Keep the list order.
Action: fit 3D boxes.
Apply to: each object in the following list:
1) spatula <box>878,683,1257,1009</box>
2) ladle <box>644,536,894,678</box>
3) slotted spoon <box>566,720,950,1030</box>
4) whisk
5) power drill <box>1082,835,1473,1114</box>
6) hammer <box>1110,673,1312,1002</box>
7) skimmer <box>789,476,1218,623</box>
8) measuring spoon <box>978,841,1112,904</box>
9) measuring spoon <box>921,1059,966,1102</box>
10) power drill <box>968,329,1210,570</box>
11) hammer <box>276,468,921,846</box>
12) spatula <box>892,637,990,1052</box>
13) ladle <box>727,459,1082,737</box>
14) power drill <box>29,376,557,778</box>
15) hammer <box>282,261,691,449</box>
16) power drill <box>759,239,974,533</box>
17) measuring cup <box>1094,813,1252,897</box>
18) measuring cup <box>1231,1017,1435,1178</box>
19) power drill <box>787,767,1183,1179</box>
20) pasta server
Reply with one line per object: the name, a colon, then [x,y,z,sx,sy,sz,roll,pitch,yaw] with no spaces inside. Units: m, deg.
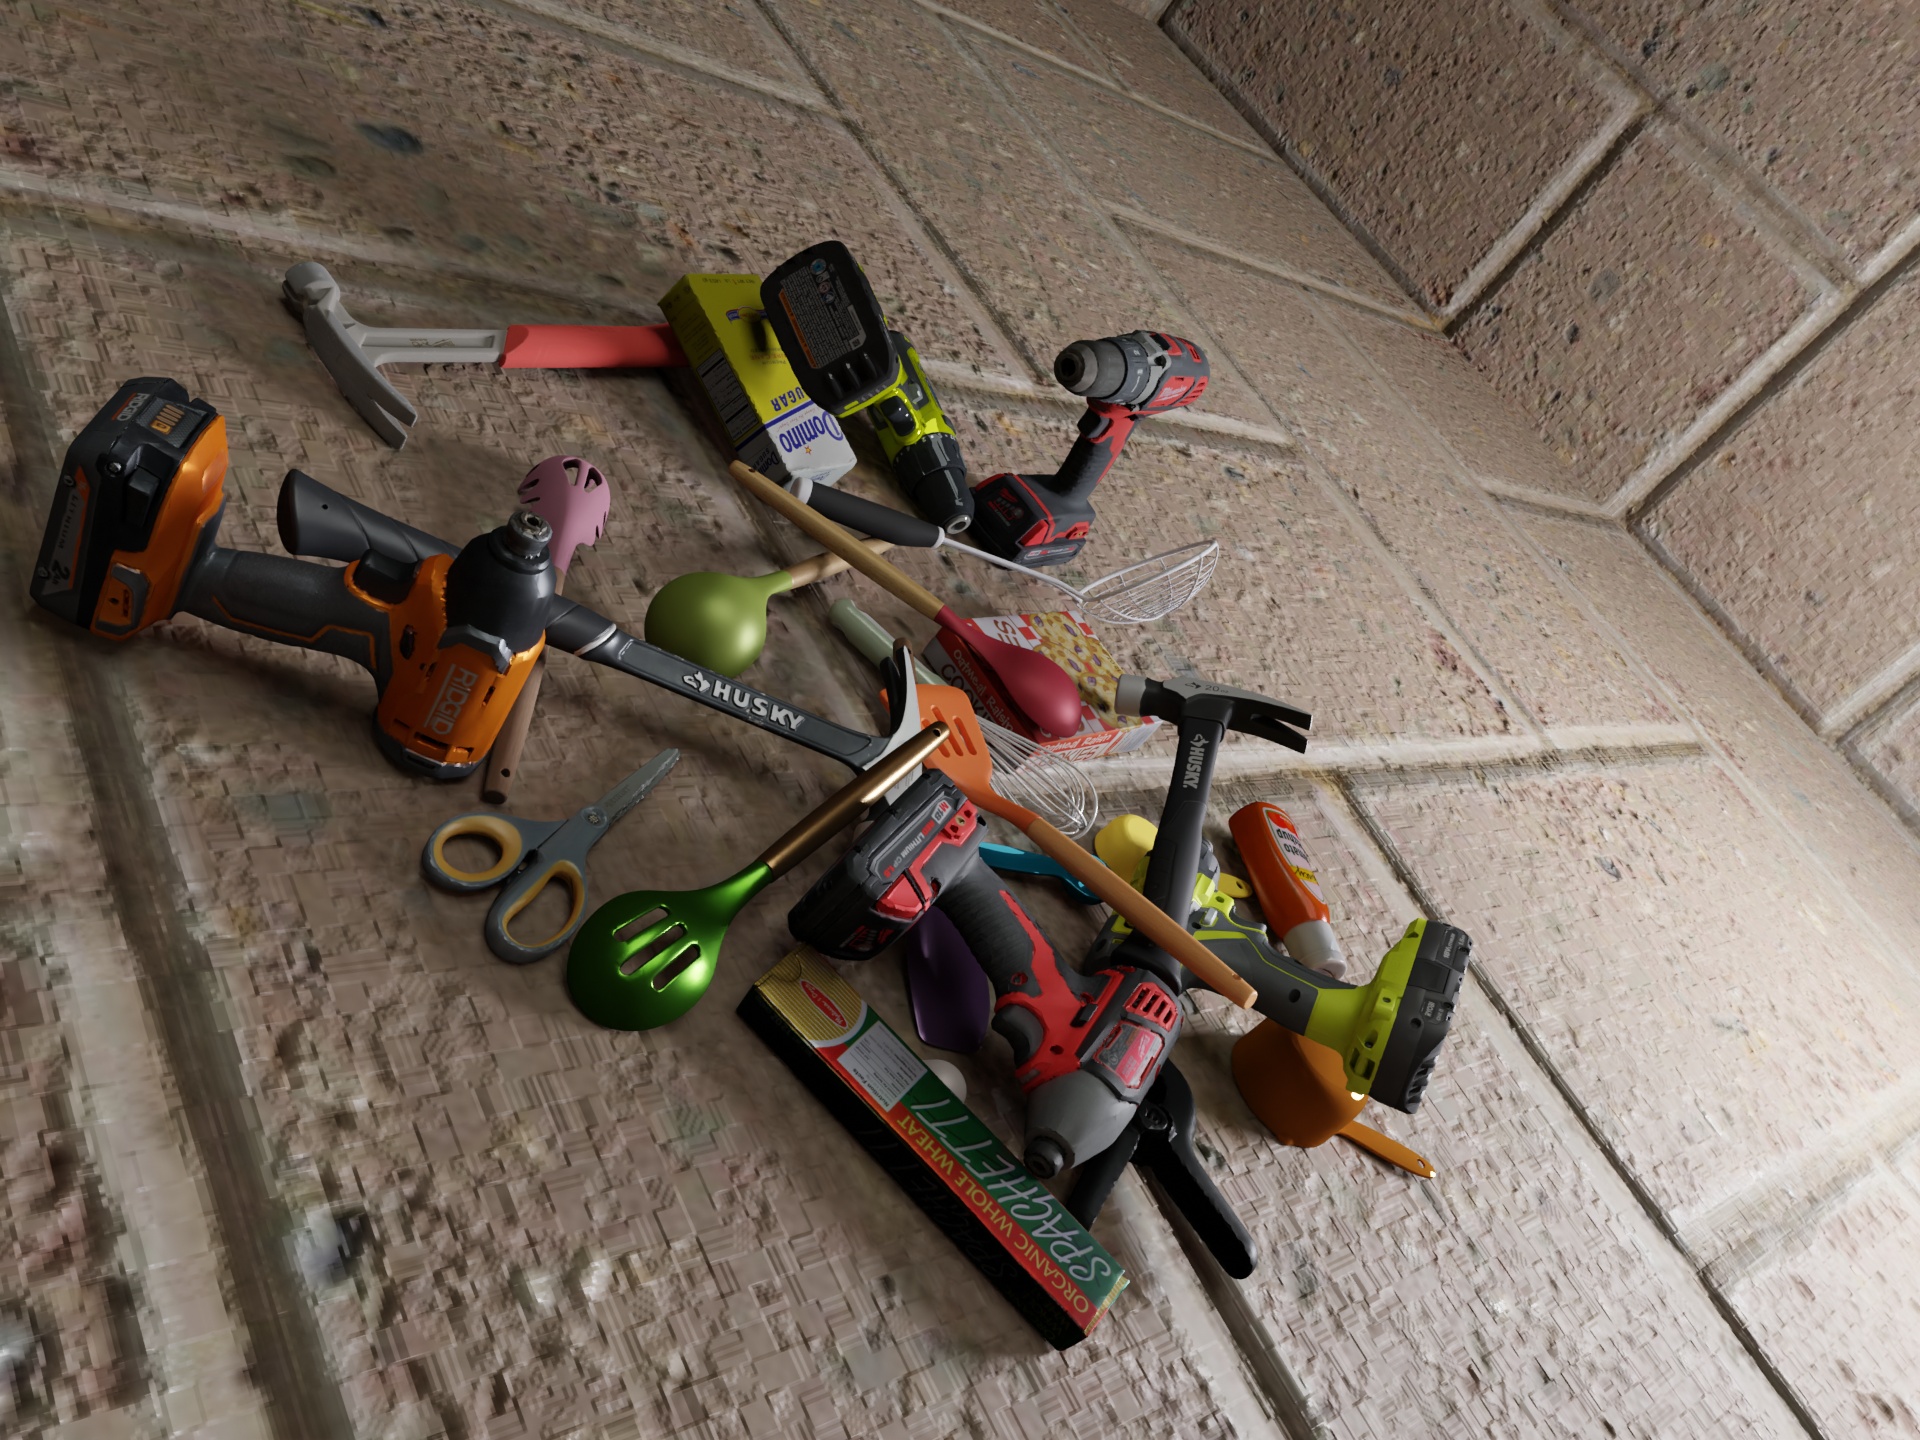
spatula: [0.065,0.072,0.995,0.081,0.041,0.323,-3,32,-45]
ladle: [-0.119,-0.094,1.131,0.078,0.062,0.320,33,24,10]
slotted spoon: [-0.097,0.071,0.897,0.070,0.031,0.314,50,44,2]
whisk: [-0.002,-0.004,1.128,0.246,0.059,0.057,42,-6,11]
power drill: [0.212,0.155,1.049,0.223,0.080,0.171,20,35,17]
hammer: [0.156,0.070,1.077,0.146,0.035,0.335,9,34,10]
skimmer: [0.040,-0.155,1.273,0.363,0.127,0.090,17,82,-24]
measuring spoon: [0.046,0.103,1.079,0.128,0.021,0.042,13,41,-22]
measuring spoon: [-0.044,0.174,0.891,0.124,0.018,0.034,40,32,1]
power drill: [0.094,-0.231,1.328,0.080,0.226,0.188,51,34,17]
hammer: [-0.193,-0.044,0.928,0.408,0.036,0.149,25,57,-26]
spatula: [-0.021,0.069,1.023,0.059,0.018,0.316,18,45,-31]
ladle: [-0.037,-0.093,1.147,0.315,0.031,0.069,35,33,0]
power drill: [-0.316,-0.076,0.786,0.226,0.164,0.084,25,35,-18]
hammer: [-0.295,-0.265,1.154,0.149,0.036,0.359,51,34,16]
power drill: [-0.063,-0.263,1.285,0.191,0.080,0.228,66,11,21]
measuring cup: [0.167,0.105,1.180,0.156,0.029,0.062,16,39,-33]
measuring cup: [0.267,0.256,1.076,0.173,0.052,0.095,31,33,-11]
power drill: [0.018,0.147,0.897,0.219,0.078,0.143,44,45,-1]
pasta server: [-0.255,-0.066,0.965,0.060,0.040,0.317,24,39,-23]
